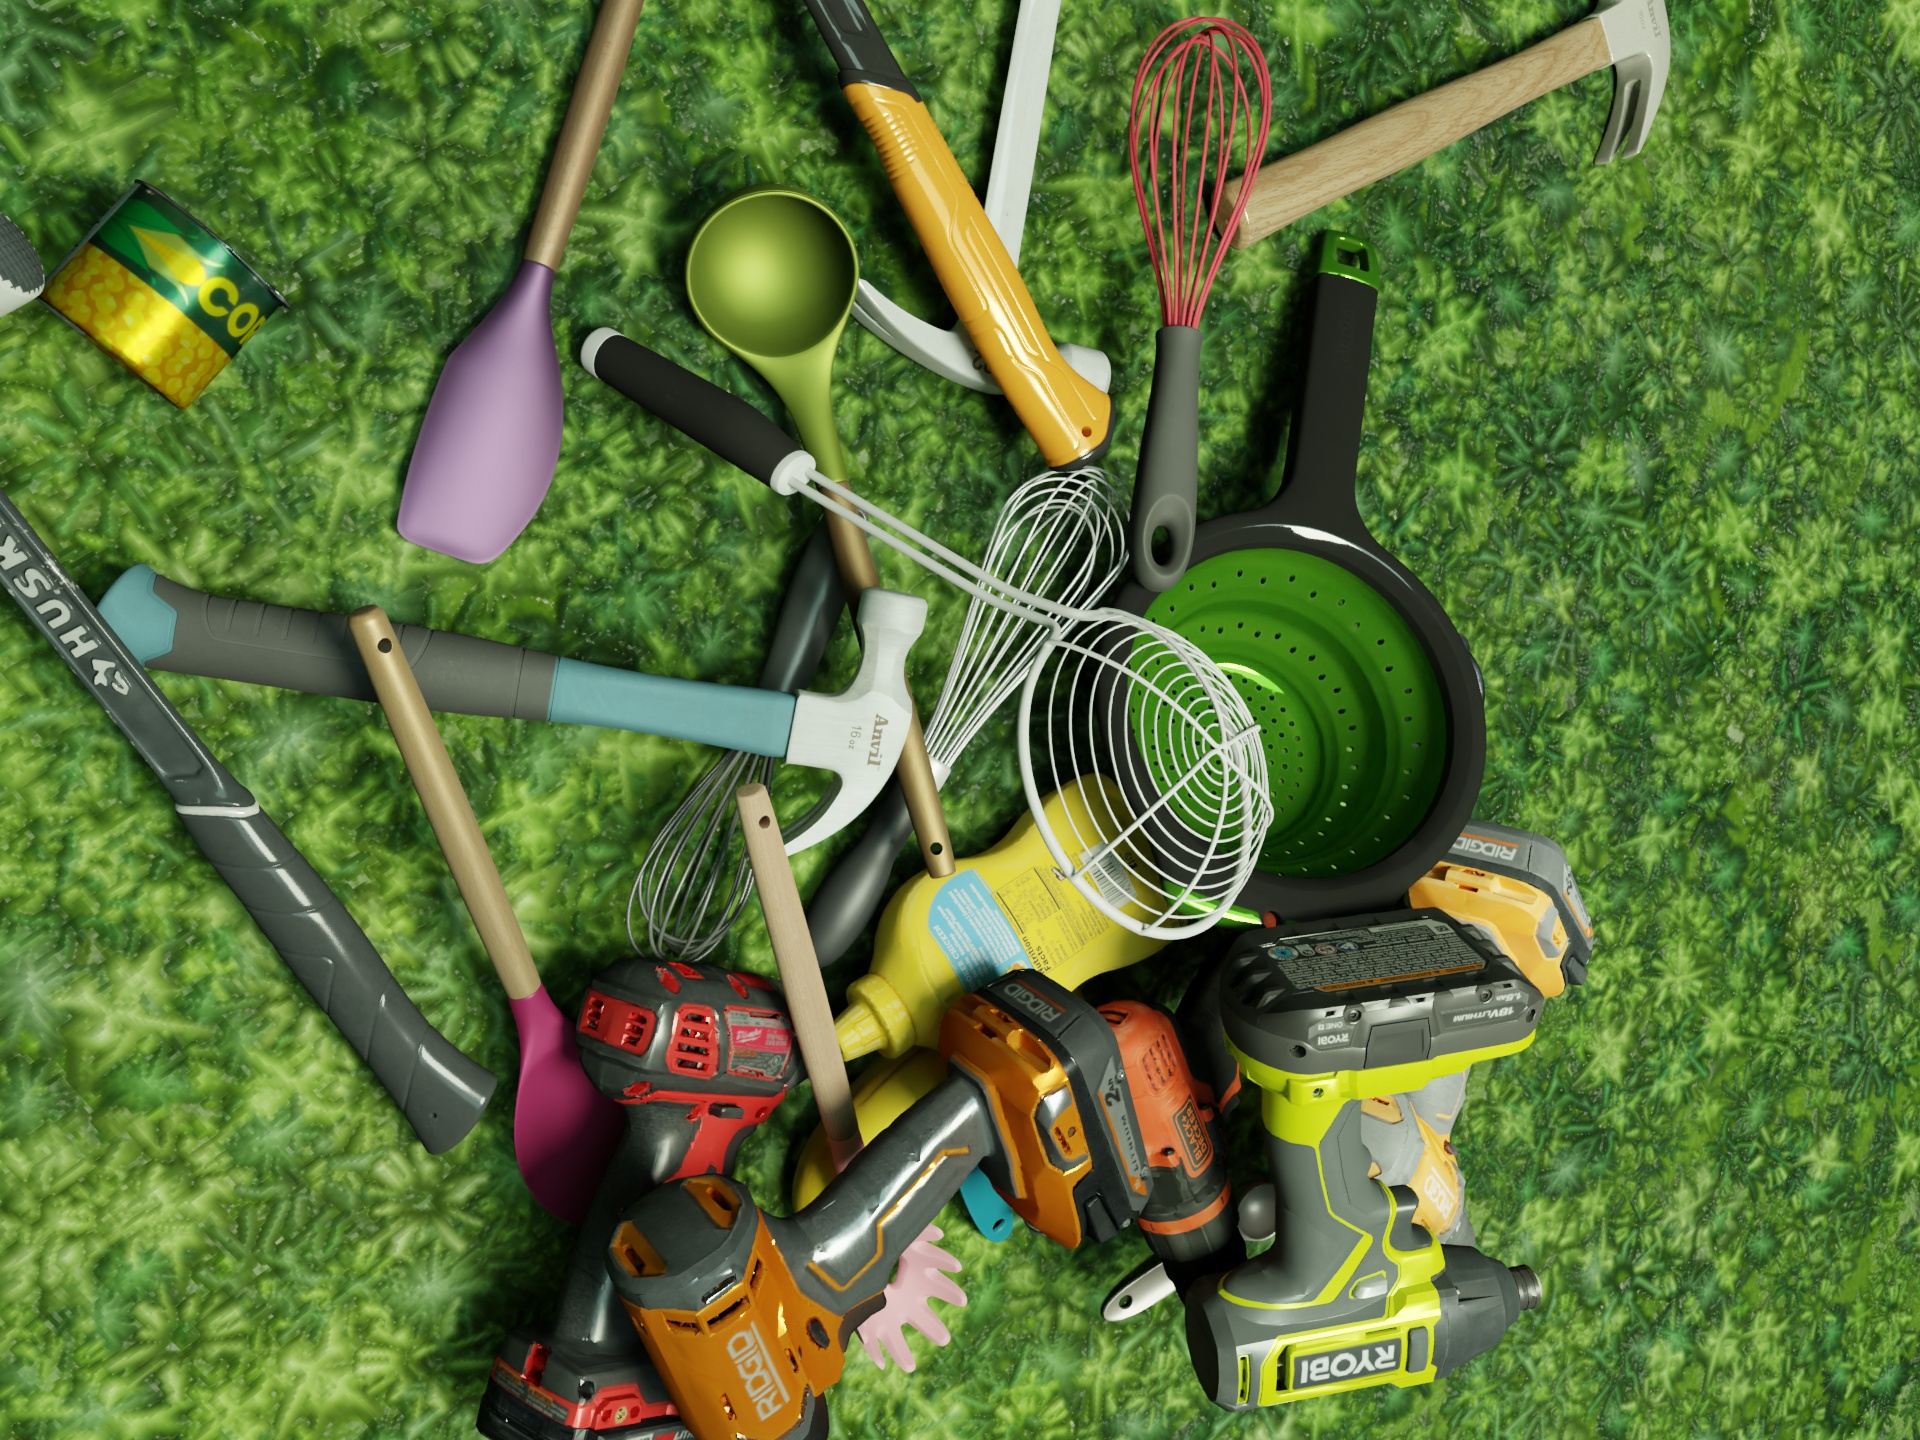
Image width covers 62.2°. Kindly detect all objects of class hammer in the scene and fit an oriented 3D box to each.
[{"bbox_3d":[-0.030,-0.255,0.709,0.127,0.034,0.336,-39,110,-18],"label":"hammer"},{"bbox_3d":[-0.309,0.020,0.623,0.149,0.036,0.408,-24,115,8],"label":"hammer"},{"bbox_3d":[0.274,-0.336,0.884,0.331,0.031,0.130,-30,107,-19],"label":"hammer"},{"bbox_3d":[-0.184,-0.017,0.665,0.331,0.033,0.128,9,95,-13],"label":"hammer"},{"bbox_3d":[0.036,-0.363,0.768,0.144,0.035,0.405,9,92,-26],"label":"hammer"}]

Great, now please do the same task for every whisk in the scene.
[{"bbox_3d":[0.108,-0.207,0.778,0.073,0.073,0.296,10,81,-25],"label":"whisk"},{"bbox_3d":[0.000,-0.002,0.780,0.070,0.070,0.284,32,86,-24],"label":"whisk"},{"bbox_3d":[-0.094,0.003,0.743,0.055,0.055,0.239,25,80,-25],"label":"whisk"}]

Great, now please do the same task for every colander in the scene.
[{"bbox_3d":[0.168,-0.072,0.838,0.204,0.094,0.397,15,71,-9],"label":"colander"}]

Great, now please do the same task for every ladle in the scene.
[{"bbox_3d":[-0.051,-0.082,0.717,0.078,0.062,0.320,-16,92,-1],"label":"ladle"}]

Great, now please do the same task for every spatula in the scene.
[{"bbox_3d":[-0.174,-0.222,0.695,0.059,0.018,0.316,17,89,-29],"label":"spatula"}]

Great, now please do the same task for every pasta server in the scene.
[{"bbox_3d":[-0.054,0.168,0.718,0.060,0.040,0.316,-28,121,-30],"label":"pasta server"}]

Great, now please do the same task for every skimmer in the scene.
[{"bbox_3d":[-0.029,-0.049,0.655,0.127,0.363,0.090,-32,148,-44],"label":"skimmer"}]

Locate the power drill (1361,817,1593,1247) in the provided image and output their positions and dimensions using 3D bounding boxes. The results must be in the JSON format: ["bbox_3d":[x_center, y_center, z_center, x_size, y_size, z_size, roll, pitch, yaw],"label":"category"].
[{"bbox_3d":[0.277,0.192,0.886,0.226,0.084,0.185,-60,137,-20],"label":"power drill"}]

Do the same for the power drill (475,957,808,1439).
[{"bbox_3d":[-0.125,0.221,0.721,0.143,0.079,0.220,21,81,-52],"label":"power drill"}]

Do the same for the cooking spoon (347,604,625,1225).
[{"bbox_3d":[-0.194,0.094,0.678,0.069,0.017,0.318,-31,124,-30],"label":"cooking spoon"}]

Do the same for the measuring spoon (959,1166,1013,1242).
[{"bbox_3d":[0.002,0.230,0.805,0.042,0.021,0.128,-40,139,-16],"label":"measuring spoon"}]

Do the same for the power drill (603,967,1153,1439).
[{"bbox_3d":[-0.027,0.228,0.691,0.226,0.084,0.164,-29,121,-25],"label":"power drill"}]

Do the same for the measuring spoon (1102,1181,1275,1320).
[{"bbox_3d":[0.130,0.298,0.895,0.124,0.018,0.034,-29,108,-13],"label":"measuring spoon"}]

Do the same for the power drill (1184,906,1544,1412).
[{"bbox_3d":[0.193,0.206,0.732,0.171,0.080,0.223,-6,110,-10],"label":"power drill"}]
